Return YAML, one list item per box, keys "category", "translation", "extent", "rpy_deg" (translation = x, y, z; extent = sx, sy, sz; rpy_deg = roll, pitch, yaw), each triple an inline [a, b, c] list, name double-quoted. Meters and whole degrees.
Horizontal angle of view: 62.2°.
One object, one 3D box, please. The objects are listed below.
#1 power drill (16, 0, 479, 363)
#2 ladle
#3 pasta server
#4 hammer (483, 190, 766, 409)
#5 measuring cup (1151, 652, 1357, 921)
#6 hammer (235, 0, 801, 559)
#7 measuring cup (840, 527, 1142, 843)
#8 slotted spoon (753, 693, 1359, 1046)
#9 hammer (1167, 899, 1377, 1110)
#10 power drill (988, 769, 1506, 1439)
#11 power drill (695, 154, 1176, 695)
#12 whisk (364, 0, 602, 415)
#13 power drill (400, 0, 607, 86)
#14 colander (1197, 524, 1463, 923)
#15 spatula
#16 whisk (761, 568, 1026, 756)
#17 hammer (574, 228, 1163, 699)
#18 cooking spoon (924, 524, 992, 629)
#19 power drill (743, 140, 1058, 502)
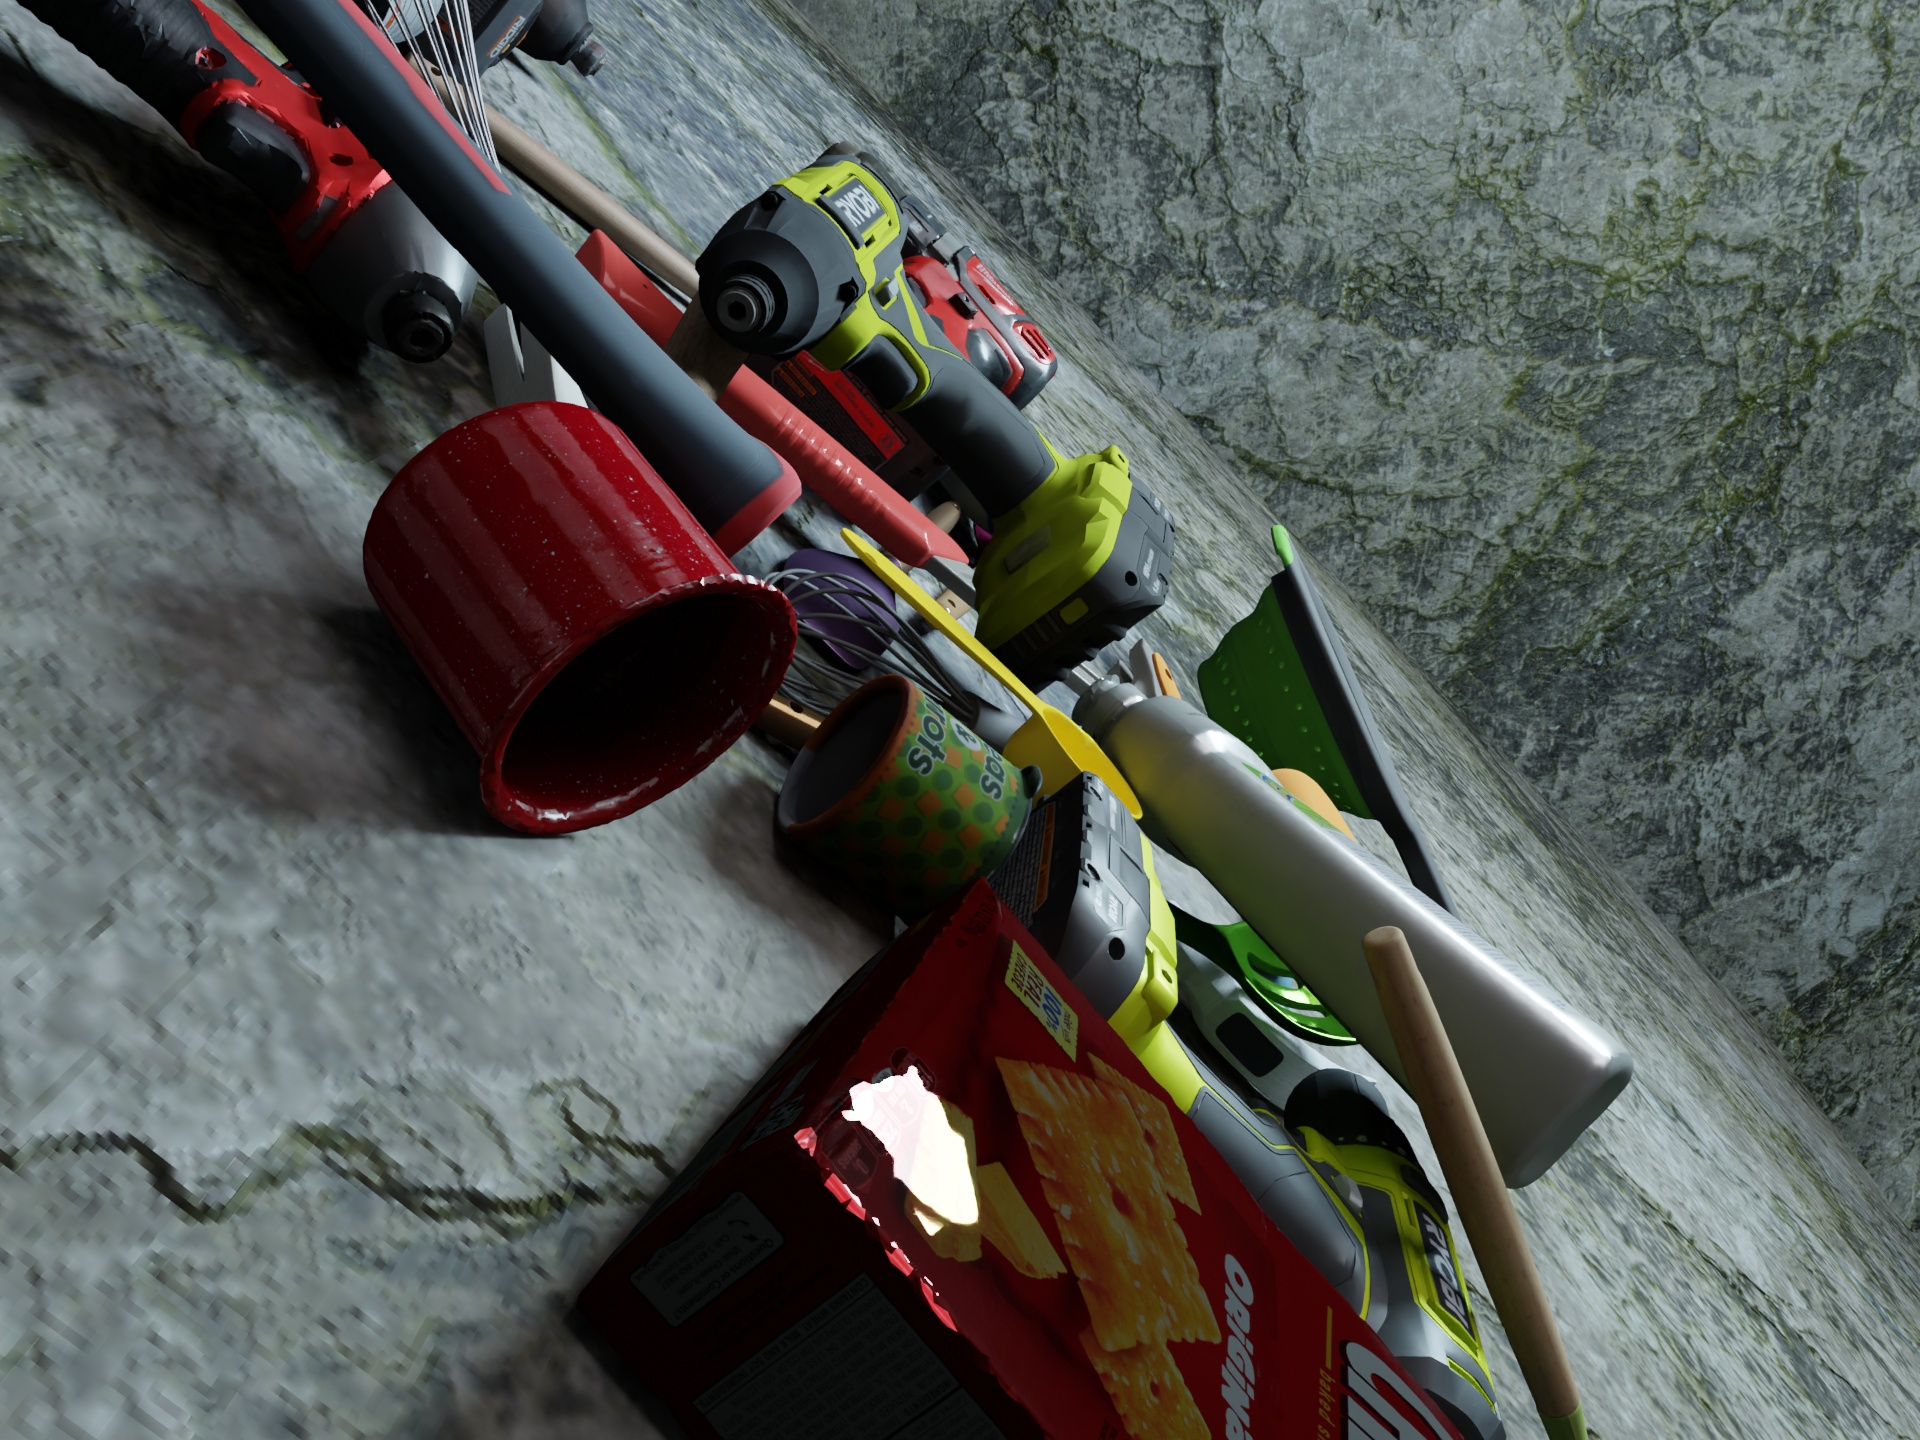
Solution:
- category: "power drill"
  translation: [-0.242, -0.195, 0.481]
  extent: [0.219, 0.078, 0.143]
  rpy_deg: [29, 26, -51]
- category: "ladle"
  translation: [0.203, 0.202, 0.533]
  extent: [0.078, 0.062, 0.320]
  rpy_deg: [-117, -177, -75]
- category: "pasta server"
  translation: [-0.155, -0.252, 0.854]
  extent: [0.316, 0.040, 0.060]
  rpy_deg: [33, 41, -36]
- category: "hammer"
  translation: [-0.103, -0.156, 0.648]
  extent: [0.130, 0.031, 0.332]
  rpy_deg: [51, 26, -25]
- category: "measuring cup"
  translation: [0.143, 0.030, 0.764]
  extent: [0.095, 0.052, 0.174]
  rpy_deg: [24, 41, -57]
- category: "hammer"
  translation: [-0.186, -0.195, 0.430]
  extent: [0.386, 0.038, 0.143]
  rpy_deg: [49, 15, -10]
- category: "measuring cup"
  translation: [0.005, -0.010, 0.599]
  extent: [0.156, 0.029, 0.062]
  rpy_deg: [43, 14, -8]
- category: "slotted spoon"
  translation: [0.051, 0.062, 0.628]
  extent: [0.313, 0.031, 0.070]
  rpy_deg: [29, 26, -24]
- category: "hammer"
  translation: [0.166, 0.112, 0.832]
  extent: [0.128, 0.033, 0.331]
  rpy_deg: [48, 18, 5]
- category: "power drill"
  translation: [0.090, 0.131, 0.552]
  extent: [0.228, 0.080, 0.191]
  rpy_deg: [47, 19, -12]
- category: "power drill"
  translation: [-0.012, -0.124, 0.657]
  extent: [0.223, 0.080, 0.171]
  rpy_deg: [47, 25, -14]
- category: "whisk"
  translation: [-0.194, -0.222, 0.621]
  extent: [0.285, 0.070, 0.070]
  rpy_deg: [64, 21, 8]
- category: "power drill"
  translation: [-0.266, -0.409, 0.861]
  extent: [0.164, 0.084, 0.227]
  rpy_deg: [40, 15, -23]
- category: "colander"
  translation: [0.256, 0.068, 1.077]
  extent: [0.397, 0.094, 0.204]
  rpy_deg: [64, 15, -10]
- category: "spatula"
  translation: [-0.034, -0.083, 0.809]
  extent: [0.060, 0.018, 0.316]
  rpy_deg: [45, 19, -4]
- category: "whisk"
  translation: [-0.002, -0.002, 0.656]
  extent: [0.238, 0.055, 0.055]
  rpy_deg: [29, 26, -45]
- category: "hammer"
  translation: [-0.036, -0.102, 0.762]
  extent: [0.359, 0.036, 0.149]
  rpy_deg: [38, 21, -16]
- category: "cooking spoon"
  translation: [0.019, -0.087, 0.936]
  extent: [0.069, 0.017, 0.319]
  rpy_deg: [46, 17, -2]
- category: "power drill"
  translation: [-0.042, -0.225, 0.883]
  extent: [0.188, 0.080, 0.227]
  rpy_deg: [48, 33, -11]
